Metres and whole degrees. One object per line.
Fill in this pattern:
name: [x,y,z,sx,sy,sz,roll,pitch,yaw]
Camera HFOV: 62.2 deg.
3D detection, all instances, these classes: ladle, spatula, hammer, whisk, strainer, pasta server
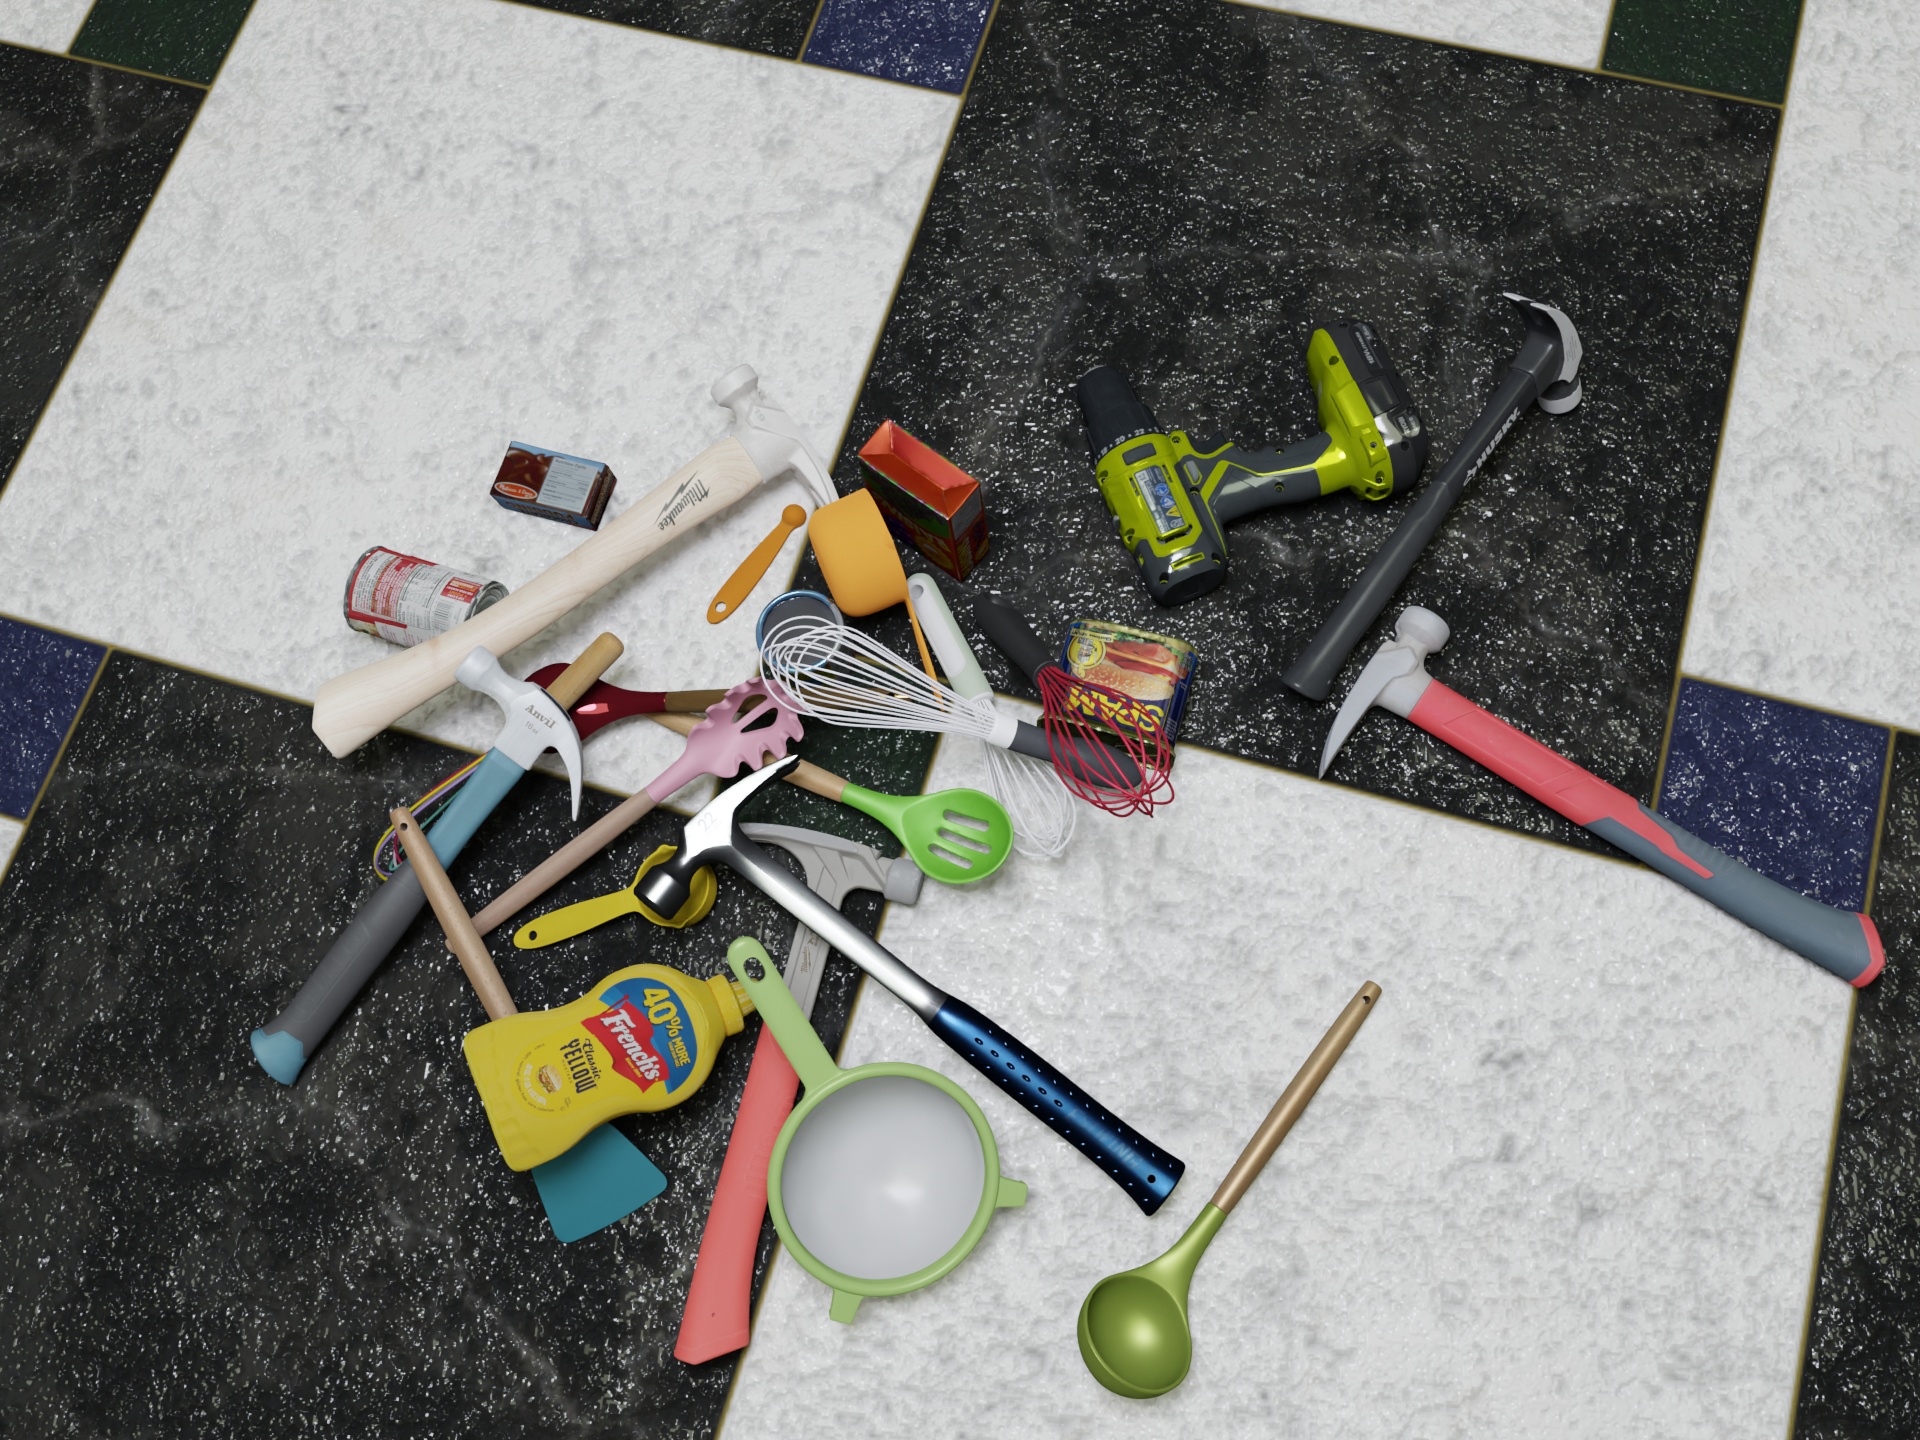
ladle: [-0.188,-0.013,1.157,0.315,0.031,0.069,-1,79,12]
spatula: [-0.309,0.200,1.081,0.082,0.044,0.317,-29,84,-4]
hammer: [0.338,-0.154,1.146,0.035,0.146,0.335,35,86,34]
whisk: [-0.001,-0.005,1.089,0.284,0.070,0.070,19,73,-15]
hammer: [-0.279,-0.095,1.162,0.410,0.038,0.146,-37,93,-15]
hammer: [-0.139,0.250,1.091,0.149,0.036,0.359,12,74,8]
hammer: [0.441,0.077,1.101,0.386,0.038,0.143,33,79,13]
whisk: [-0.332,0.029,1.152,0.047,0.051,0.245,44,93,-10]
whisk: [0.016,-0.007,1.156,0.058,0.059,0.246,-36,67,22]
whisk: [0.067,-0.022,1.078,0.073,0.073,0.296,-28,35,-5]
ladle: [0.187,0.299,1.042,0.078,0.062,0.320,38,76,7]
hammer: [-0.387,0.114,1.118,0.128,0.033,0.331,38,91,-12]
strainer: [-0.081,0.249,1.043,0.151,0.069,0.256,-32,95,-9]
pasta server: [-0.241,0.071,1.127,0.316,0.040,0.060,-37,105,5]
hammer: [-0.020,0.184,1.074,0.405,0.035,0.144,37,76,6]

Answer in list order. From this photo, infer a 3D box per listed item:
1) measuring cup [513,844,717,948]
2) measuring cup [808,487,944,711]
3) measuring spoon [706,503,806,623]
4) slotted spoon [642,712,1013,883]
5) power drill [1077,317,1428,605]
measuring cup: [-0.247,0.137,1.146,0.156,0.029,0.062,-20,72,10]
measuring cup: [-0.062,-0.080,1.165,0.052,0.095,0.173,-21,95,-6]
measuring spoon: [-0.158,-0.121,1.221,0.021,0.011,0.117,34,78,13]
slotted spoon: [-0.104,0.041,1.148,0.314,0.031,0.070,22,76,17]
power drill: [0.211,-0.210,1.189,0.228,0.080,0.191,-21,73,0]
